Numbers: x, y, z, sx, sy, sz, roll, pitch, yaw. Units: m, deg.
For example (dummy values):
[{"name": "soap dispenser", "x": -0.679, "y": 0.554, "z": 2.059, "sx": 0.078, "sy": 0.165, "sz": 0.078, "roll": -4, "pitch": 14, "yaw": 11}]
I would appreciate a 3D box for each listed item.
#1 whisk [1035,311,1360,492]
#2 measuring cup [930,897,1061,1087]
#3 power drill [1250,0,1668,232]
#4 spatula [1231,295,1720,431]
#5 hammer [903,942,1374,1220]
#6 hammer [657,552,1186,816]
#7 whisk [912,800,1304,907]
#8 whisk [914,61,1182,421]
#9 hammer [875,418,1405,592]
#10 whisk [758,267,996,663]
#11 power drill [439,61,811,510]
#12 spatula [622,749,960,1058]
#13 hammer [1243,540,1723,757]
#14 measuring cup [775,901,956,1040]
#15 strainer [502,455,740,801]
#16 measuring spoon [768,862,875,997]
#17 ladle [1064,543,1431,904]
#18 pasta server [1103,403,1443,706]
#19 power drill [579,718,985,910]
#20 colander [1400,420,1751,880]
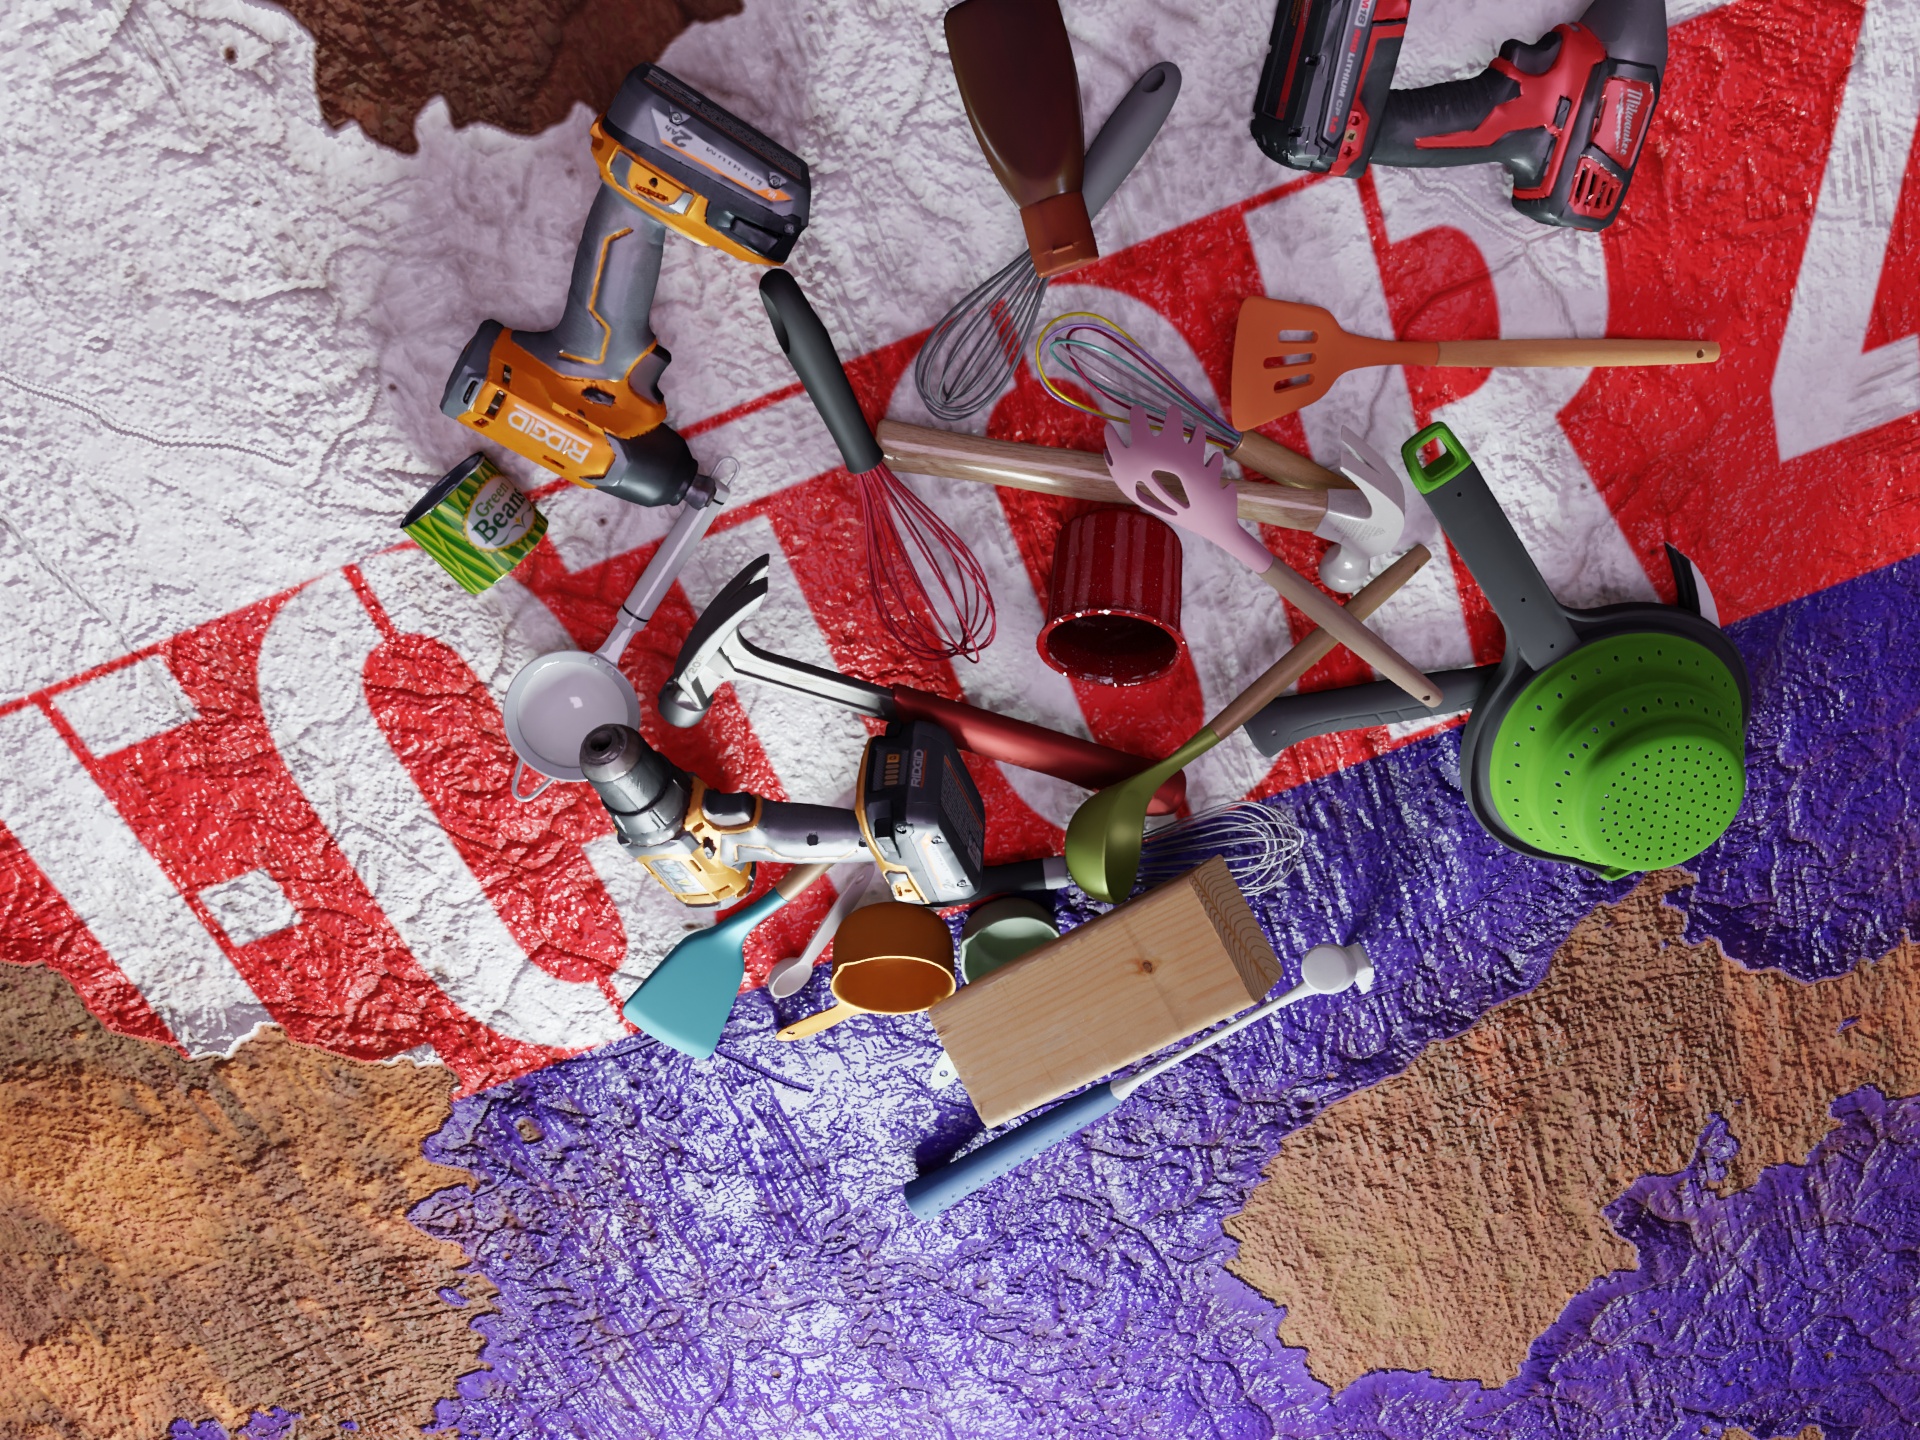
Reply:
[{"name": "whisk", "x": 0.153, "y": -0.185, "z": 0.979, "sx": 0.244, "sy": 0.051, "sz": 0.047, "roll": 22, "pitch": 69, "yaw": -22}, {"name": "measuring cup", "x": 0.017, "y": 0.199, "z": 1.166, "sx": 0.083, "sy": 0.038, "sz": 0.167, "roll": 21, "pitch": 115, "yaw": -16}, {"name": "power drill", "x": 0.287, "y": -0.361, "z": 0.889, "sx": 0.219, "sy": 0.079, "sz": 0.143, "roll": 5, "pitch": 116, "yaw": -12}, {"name": "spatula", "x": 0.319, "y": -0.224, "z": 0.980, "sx": 0.322, "sy": 0.041, "sz": 0.081, "roll": -2, "pitch": 113, "yaw": -6}, {"name": "hammer", "x": 0.130, "y": 0.272, "z": 1.190, "sx": 0.405, "sy": 0.035, "sz": 0.144, "roll": -34, "pitch": 160, "yaw": 19}, {"name": "hammer", "x": -0.002, "y": -0.003, "z": 1.016, "sx": 0.358, "sy": 0.037, "sz": 0.149, "roll": 17, "pitch": 141, "yaw": -26}, {"name": "whisk", "x": 0.099, "y": 0.103, "z": 1.118, "sx": 0.284, "sy": 0.070, "sz": 0.070, "roll": -8, "pitch": 118, "yaw": 4}, {"name": "whisk", "x": 0.051, "y": -0.277, "z": 0.924, "sx": 0.055, "sy": 0.055, "sz": 0.239, "roll": 32, "pitch": 105, "yaw": -20}, {"name": "hammer", "x": 0.111, "y": -0.147, "z": 0.980, "sx": 0.331, "sy": 0.031, "sz": 0.130, "roll": 8, "pitch": 152, "yaw": -4}, {"name": "whisk", "x": -0.049, "y": -0.138, "z": 0.939, "sx": 0.073, "sy": 0.073, "sz": 0.295, "roll": -23, "pitch": 131, "yaw": 6}, {"name": "power drill", "x": -0.174, "y": -0.230, "z": 0.903, "sx": 0.164, "sy": 0.084, "sz": 0.226, "roll": 28, "pitch": 115, "yaw": -20}, {"name": "spatula", "x": -0.102, "y": 0.111, "z": 1.103, "sx": 0.317, "sy": 0.044, "sz": 0.082, "roll": -42, "pitch": 123, "yaw": 13}, {"name": "hammer", "x": 0.354, "y": -0.028, "z": 1.088, "sx": 0.334, "sy": 0.035, "sz": 0.146, "roll": -9, "pitch": 118, "yaw": -1}, {"name": "measuring cup", "x": -0.076, "y": 0.183, "z": 1.144, "sx": 0.095, "sy": 0.052, "sz": 0.173, "roll": 29, "pitch": 136, "yaw": -34}, {"name": "strainer", "x": -0.210, "y": -0.059, "z": 1.007, "sx": 0.086, "sy": 0.050, "sz": 0.258, "roll": 33, "pitch": 104, "yaw": -12}, {"name": "measuring spoon", "x": -0.100, "y": 0.147, "z": 1.139, "sx": 0.124, "sy": 0.018, "sz": 0.034, "roll": -54, "pitch": 146, "yaw": 13}, {"name": "ladle", "x": 0.193, "y": -0.001, "z": 1.037, "sx": 0.320, "sy": 0.062, "sz": 0.078, "roll": -41, "pitch": 146, "yaw": -3}, {"name": "pasta server", "x": 0.203, "y": -0.090, "z": 0.980, "sx": 0.316, "sy": 0.040, "sz": 0.060, "roll": 31, "pitch": 137, "yaw": -32}, {"name": "power drill", "x": -0.113, "y": 0.054, "z": 0.998, "sx": 0.226, "sy": 0.084, "sz": 0.185, "roll": -5, "pitch": 147, "yaw": 15}, {"name": "colander", "x": 0.398, "y": -0.024, "z": 1.020, "sx": 0.204, "sy": 0.095, "sz": 0.396, "roll": -35, "pitch": 117, "yaw": 12}]
